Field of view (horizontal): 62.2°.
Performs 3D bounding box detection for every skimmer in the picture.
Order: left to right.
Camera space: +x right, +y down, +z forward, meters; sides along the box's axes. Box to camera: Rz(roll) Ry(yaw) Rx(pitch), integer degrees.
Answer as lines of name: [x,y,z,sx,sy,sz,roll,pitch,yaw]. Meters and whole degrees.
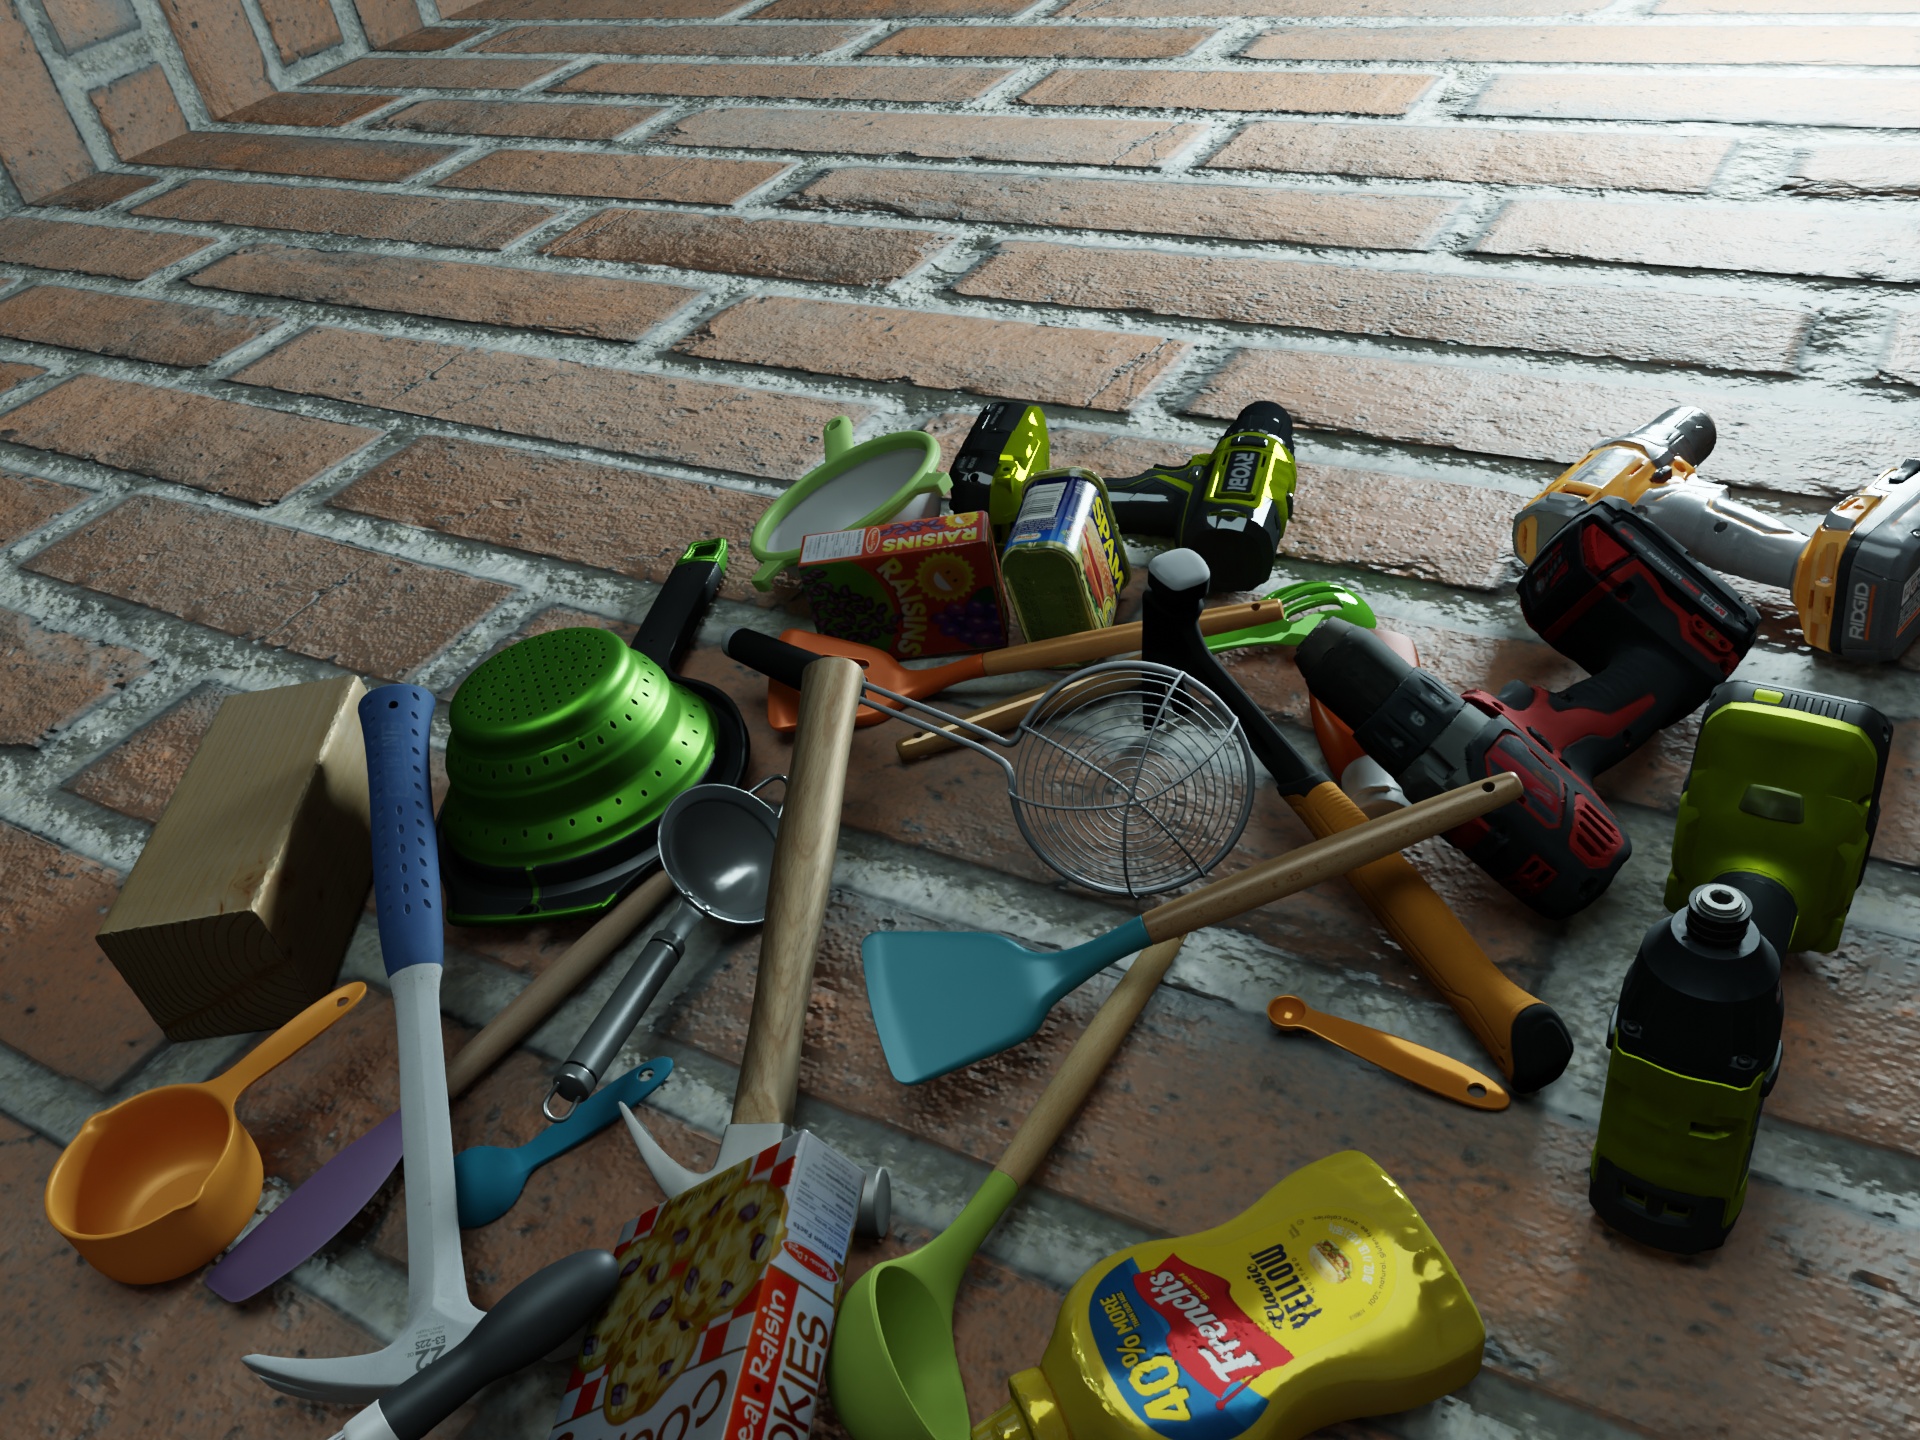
skimmer: [-0.001,-0.003,0.921,0.090,0.127,0.364,-4,18,-44]

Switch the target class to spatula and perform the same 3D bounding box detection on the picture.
spatula: [-0.247,0.173,0.820,0.060,0.018,0.316,1,36,43]
spatula: [0.036,-0.043,0.980,0.322,0.041,0.081,-10,53,18]
spatula: [0.110,0.086,0.745,0.317,0.044,0.082,-23,53,8]

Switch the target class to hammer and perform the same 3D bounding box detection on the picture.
hammer: [-0.277,0.136,0.793,0.144,0.035,0.406,-14,49,-9]
hammer: [-0.087,0.101,0.809,0.130,0.031,0.332,-4,51,11]
hammer: [0.188,0.055,0.814,0.034,0.127,0.337,-21,48,-15]

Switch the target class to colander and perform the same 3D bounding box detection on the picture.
colander: [-0.225,-0.040,1.015,0.204,0.094,0.397,-7,36,15]

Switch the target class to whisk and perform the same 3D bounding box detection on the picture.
whisk: [-0.255,0.298,0.615,0.284,0.070,0.070,-34,43,-20]

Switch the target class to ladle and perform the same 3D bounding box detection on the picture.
ladle: [0.041,0.185,0.703,0.062,0.078,0.320,-15,22,43]

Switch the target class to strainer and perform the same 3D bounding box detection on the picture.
strainer: [-0.153,0.114,0.832,0.050,0.087,0.259,-43,11,36]
strainer: [-0.074,-0.159,1.167,0.151,0.069,0.257,-28,27,8]

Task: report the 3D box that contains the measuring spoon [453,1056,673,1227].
measuring spoon: [-0.198,0.197,0.774,0.128,0.021,0.042,-32,42,-22]

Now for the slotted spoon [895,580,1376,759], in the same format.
slotted spoon: [0.110,-0.031,0.983,0.313,0.031,0.070,-19,35,-7]

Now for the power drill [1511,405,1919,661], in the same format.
power drill: [0.484,-0.128,0.972,0.185,0.084,0.226,-35,39,-30]

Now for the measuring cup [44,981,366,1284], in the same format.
measuring cup: [-0.358,0.202,0.788,0.095,0.052,0.174,18,44,32]

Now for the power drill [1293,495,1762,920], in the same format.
power drill: [0.296,-0.025,0.834,0.188,0.080,0.227,43,58,10]

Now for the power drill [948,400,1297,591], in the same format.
power drill: [0.122,-0.170,1.119,0.228,0.080,0.191,5,41,16]

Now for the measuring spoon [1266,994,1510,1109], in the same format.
measuring spoon: [0.197,0.156,0.739,0.117,0.011,0.021,20,47,29]

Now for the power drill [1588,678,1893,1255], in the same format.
power drill: [0.324,0.086,0.664,0.080,0.171,0.223,15,41,30]
